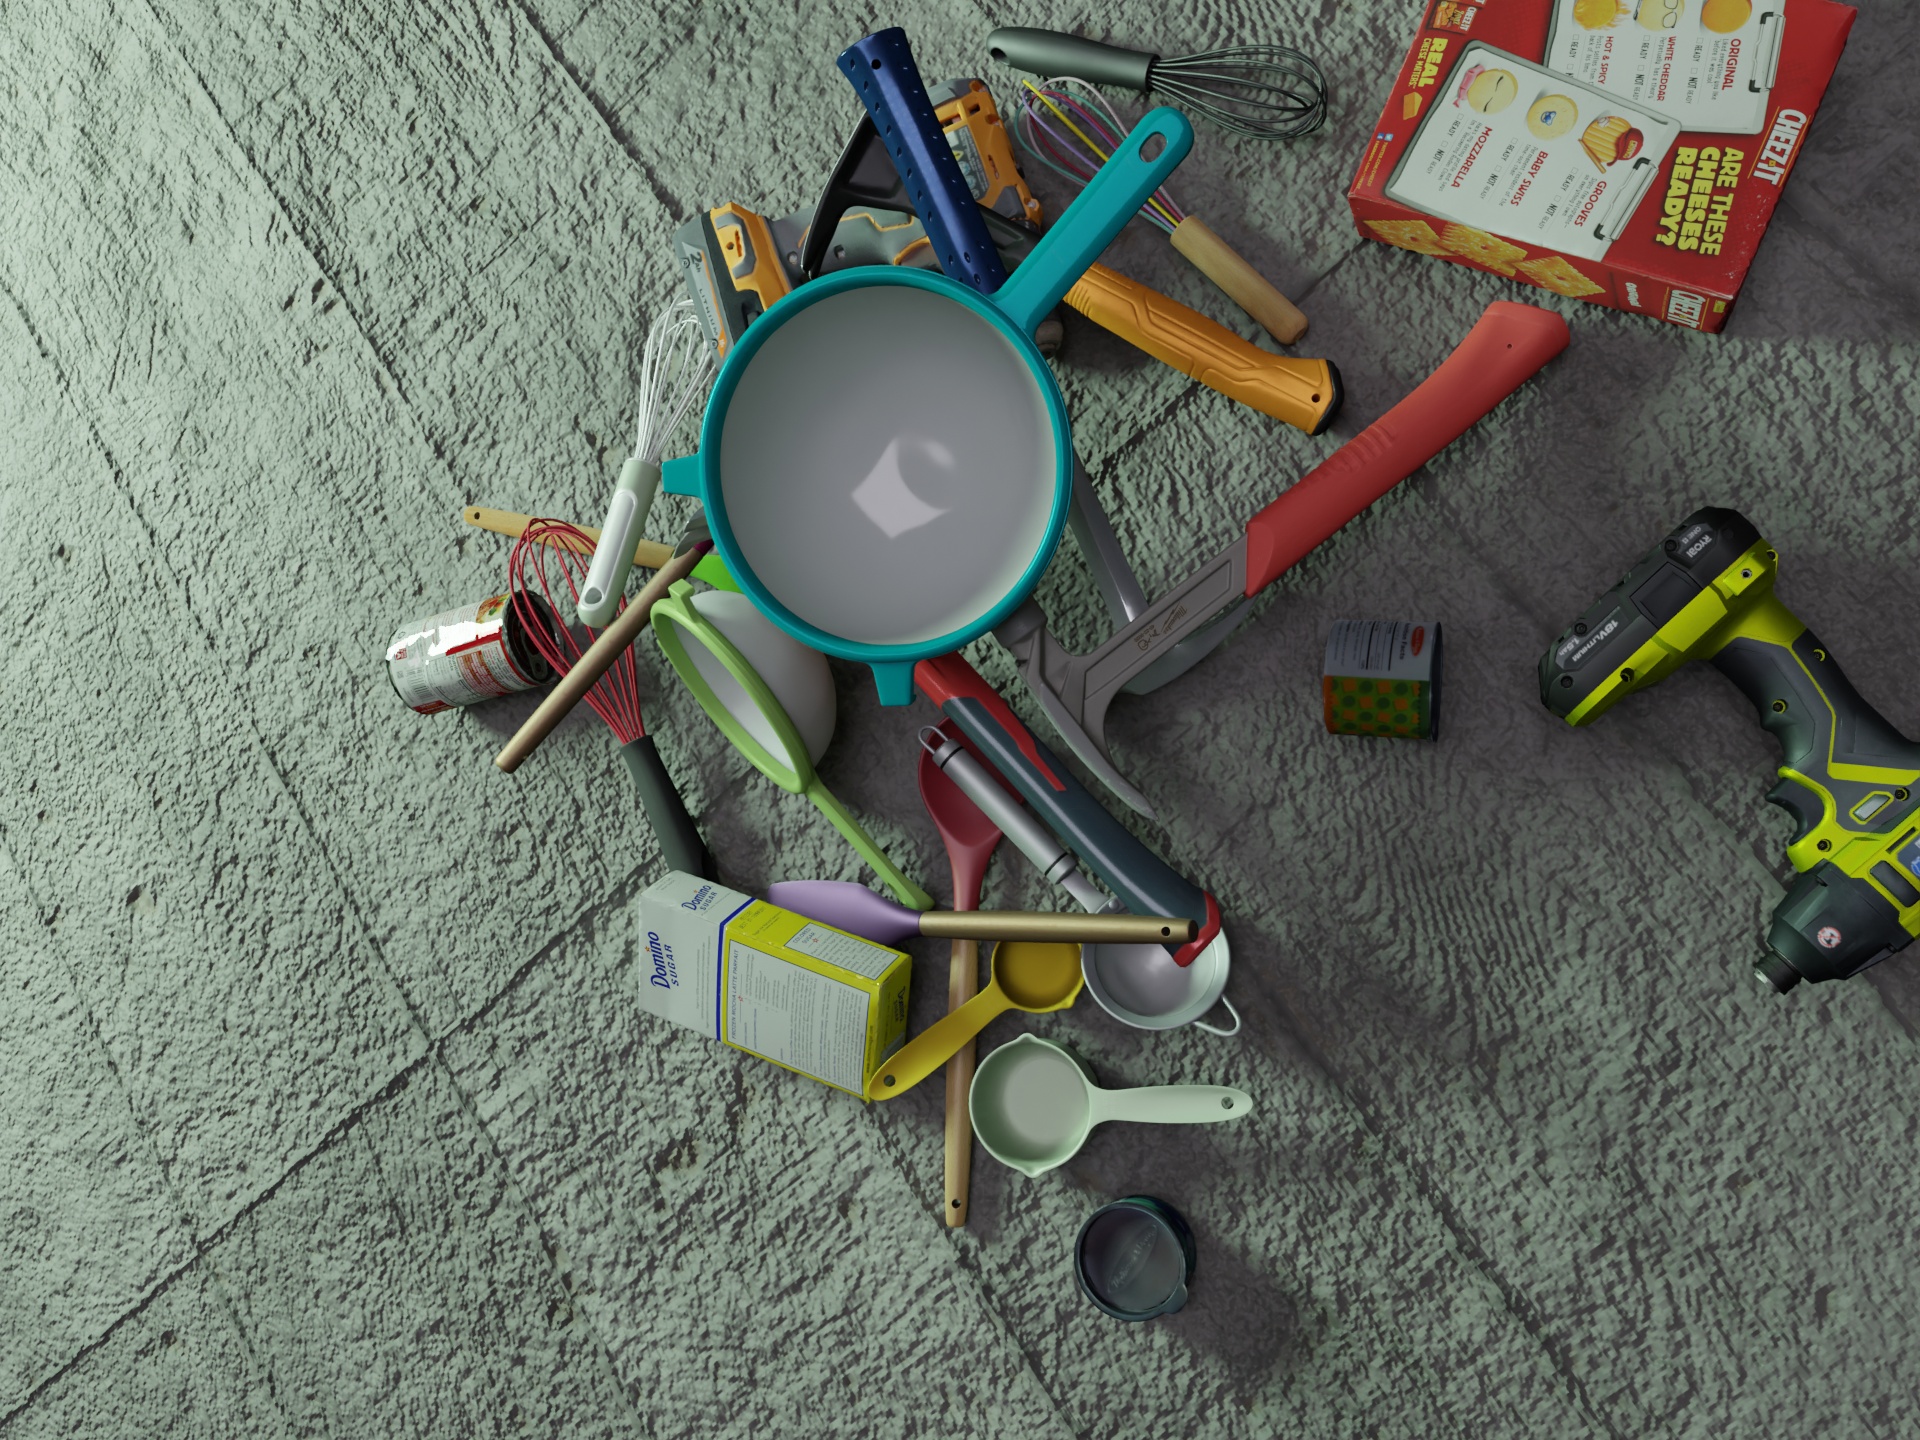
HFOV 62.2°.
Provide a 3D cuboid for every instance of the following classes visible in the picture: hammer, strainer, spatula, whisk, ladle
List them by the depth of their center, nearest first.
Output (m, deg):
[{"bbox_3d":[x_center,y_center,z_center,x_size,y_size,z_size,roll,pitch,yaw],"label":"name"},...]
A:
[{"bbox_3d":[0.009,-0.186,0.872,0.211,0.095,0.340,44,106,6],"label":"strainer"},{"bbox_3d":[0.196,-0.105,0.892,0.359,0.037,0.149,-38,91,-1],"label":"hammer"},{"bbox_3d":[-0.001,-0.003,0.926,0.386,0.143,0.038,47,134,16],"label":"hammer"},{"bbox_3d":[0.040,-0.205,0.926,0.144,0.035,0.405,-23,98,16],"label":"hammer"},{"bbox_3d":[0.066,0.093,0.939,0.087,0.050,0.258,-41,77,-16],"label":"strainer"},{"bbox_3d":[0.000,0.124,0.944,0.316,0.018,0.060,-5,87,37],"label":"spatula"},{"bbox_3d":[0.071,-0.253,0.952,0.337,0.034,0.127,29,94,6],"label":"hammer"},{"bbox_3d":[0.004,0.150,0.977,0.069,0.031,0.315,2,86,4],"label":"ladle"},{"bbox_3d":[0.120,-0.316,0.978,0.051,0.047,0.245,-40,75,-12],"label":"whisk"},{"bbox_3d":[0.118,-0.405,0.991,0.239,0.055,0.055,22,92,25],"label":"whisk"},{"bbox_3d":[-0.088,0.009,1.000,0.069,0.151,0.256,-41,90,-17],"label":"strainer"},{"bbox_3d":[-0.208,-0.175,1.051,0.058,0.059,0.246,8,72,17],"label":"whisk"},{"bbox_3d":[-0.224,-0.003,1.056,0.073,0.073,0.296,-27,84,16],"label":"whisk"}]

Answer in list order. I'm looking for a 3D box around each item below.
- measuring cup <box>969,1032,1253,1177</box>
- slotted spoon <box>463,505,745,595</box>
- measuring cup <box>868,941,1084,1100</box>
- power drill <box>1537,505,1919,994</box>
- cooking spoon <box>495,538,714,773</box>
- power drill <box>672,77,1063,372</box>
[{"bbox_3d":[0.089,0.223,0.931,0.167,0.038,0.083,-5,82,18],"label":"measuring cup"},{"bbox_3d":[-0.217,-0.113,1.091,0.314,0.031,0.070,14,89,23],"label":"slotted spoon"},{"bbox_3d":[0.008,0.175,0.955,0.156,0.029,0.062,-38,88,2],"label":"measuring cup"},{"bbox_3d":[0.414,0.015,0.815,0.171,0.080,0.223,-45,74,10],"label":"power drill"},{"bbox_3d":[-0.187,-0.090,1.021,0.017,0.068,0.319,39,82,12],"label":"cooking spoon"},{"bbox_3d":[-0.052,-0.283,1.024,0.226,0.084,0.185,-22,81,12],"label":"power drill"}]
